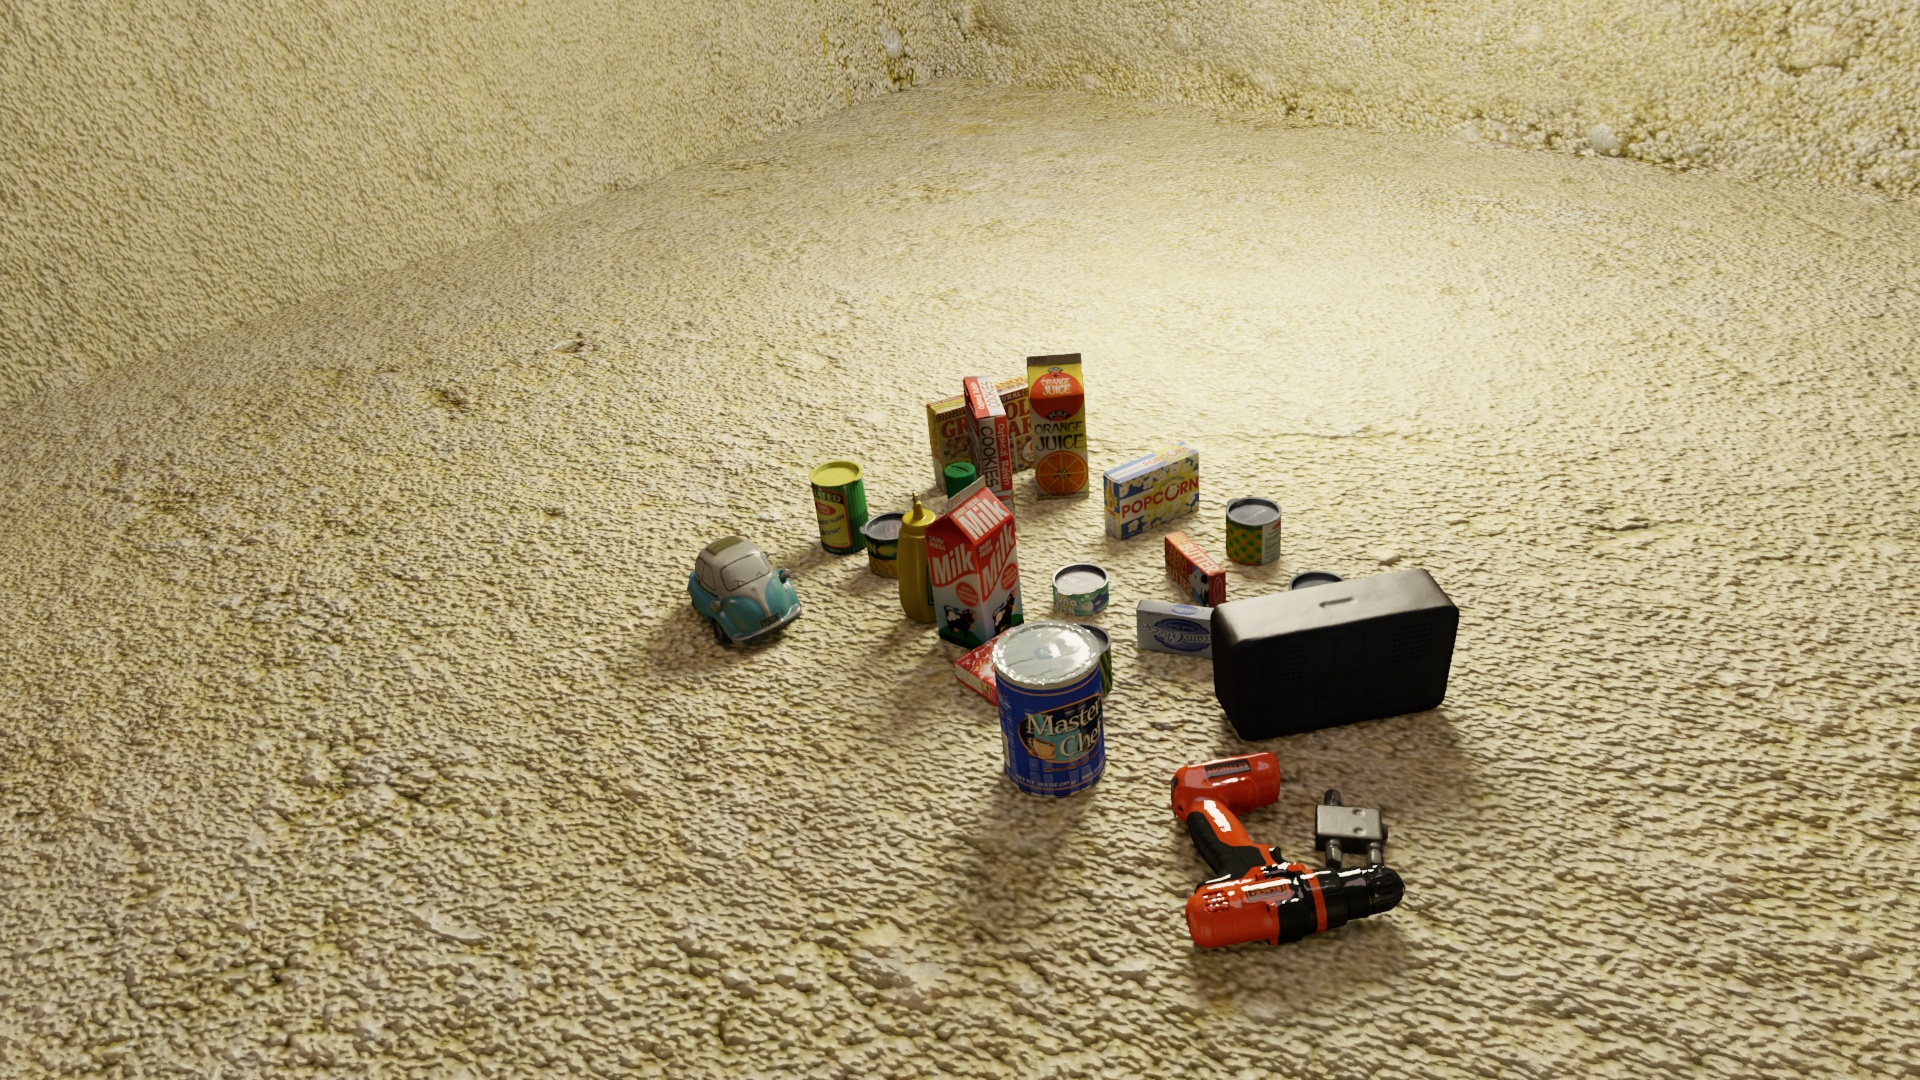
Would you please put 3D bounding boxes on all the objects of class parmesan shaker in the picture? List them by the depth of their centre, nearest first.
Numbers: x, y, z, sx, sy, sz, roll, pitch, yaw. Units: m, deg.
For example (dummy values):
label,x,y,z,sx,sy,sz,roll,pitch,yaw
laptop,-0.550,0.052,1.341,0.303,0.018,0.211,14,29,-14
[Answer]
label,x,y,z,sx,sy,sz,roll,pitch,yaw
parmesan shaker,-0.148,-0.041,1.753,0.071,0.102,0.071,-5,31,3

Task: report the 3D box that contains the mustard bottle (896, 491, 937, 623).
label,x,y,z,sx,sy,sz,roll,pitch,yaw
mustard bottle,-0.043,0.017,1.585,0.049,0.159,0.065,17,38,34

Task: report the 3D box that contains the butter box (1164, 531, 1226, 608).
label,x,y,z,sx,sy,sz,roll,pitch,yaw
butter box,0.269,0.035,1.600,0.024,0.052,0.104,-16,33,-16

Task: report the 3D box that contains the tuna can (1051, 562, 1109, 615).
label,x,y,z,sx,sy,sz,roll,pitch,yaw
tuna can,0.138,0.058,1.607,0.071,0.032,0.071,-5,31,3

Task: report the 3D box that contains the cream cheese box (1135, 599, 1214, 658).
label,x,y,z,sx,sy,sz,roll,pitch,yaw
cream cheese box,0.243,0.097,1.503,0.104,0.053,0.024,7,33,21

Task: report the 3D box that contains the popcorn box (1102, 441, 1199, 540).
label,x,y,z,sx,sy,sz,roll,pitch,yaw
popcorn box,0.239,-0.062,1.734,0.127,0.084,0.038,-22,34,-23

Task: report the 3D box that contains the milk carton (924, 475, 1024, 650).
label,x,y,z,sx,sy,sz,roll,pitch,yaw
milk carton,0.014,0.025,1.532,0.073,0.189,0.073,17,38,34

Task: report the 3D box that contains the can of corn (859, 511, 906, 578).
label,x,y,z,sx,sy,sz,roll,pitch,yaw
can of corn,-0.085,0.006,1.708,0.071,0.058,0.071,-5,31,3

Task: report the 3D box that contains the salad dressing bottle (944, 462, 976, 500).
label,x,y,z,sx,sy,sz,roll,pitch,yaw
salad dressing bottle,0.006,-0.021,1.650,0.044,0.147,0.064,-31,39,-35

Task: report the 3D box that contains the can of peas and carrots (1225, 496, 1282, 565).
label,x,y,z,sx,sy,sz,roll,pitch,yaw
can of peas and carrots,0.348,-0.012,1.658,0.071,0.058,0.071,-5,31,3

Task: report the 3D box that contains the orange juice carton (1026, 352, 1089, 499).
label,x,y,z,sx,sy,sz,roll,pitch,yaw
orange juice carton,0.127,-0.154,1.803,0.072,0.191,0.073,-4,31,4

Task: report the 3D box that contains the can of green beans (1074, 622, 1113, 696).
label,x,y,z,sx,sy,sz,roll,pitch,yaw
can of green beans,0.127,0.129,1.468,0.071,0.057,0.071,-5,31,3

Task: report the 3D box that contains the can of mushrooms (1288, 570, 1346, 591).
label,x,y,z,sx,sy,sz,roll,pitch,yaw
can of mushrooms,0.401,0.065,1.546,0.071,0.033,0.071,-5,31,3

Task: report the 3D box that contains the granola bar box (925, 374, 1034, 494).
label,x,y,z,sx,sy,sz,roll,pitch,yaw
granola bar box,0.040,-0.145,1.869,0.166,0.123,0.039,-18,33,-19

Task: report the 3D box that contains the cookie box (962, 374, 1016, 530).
label,x,y,z,sx,sy,sz,roll,pitch,yaw
cookie box,0.036,-0.111,1.773,0.040,0.166,0.123,-9,31,-4
